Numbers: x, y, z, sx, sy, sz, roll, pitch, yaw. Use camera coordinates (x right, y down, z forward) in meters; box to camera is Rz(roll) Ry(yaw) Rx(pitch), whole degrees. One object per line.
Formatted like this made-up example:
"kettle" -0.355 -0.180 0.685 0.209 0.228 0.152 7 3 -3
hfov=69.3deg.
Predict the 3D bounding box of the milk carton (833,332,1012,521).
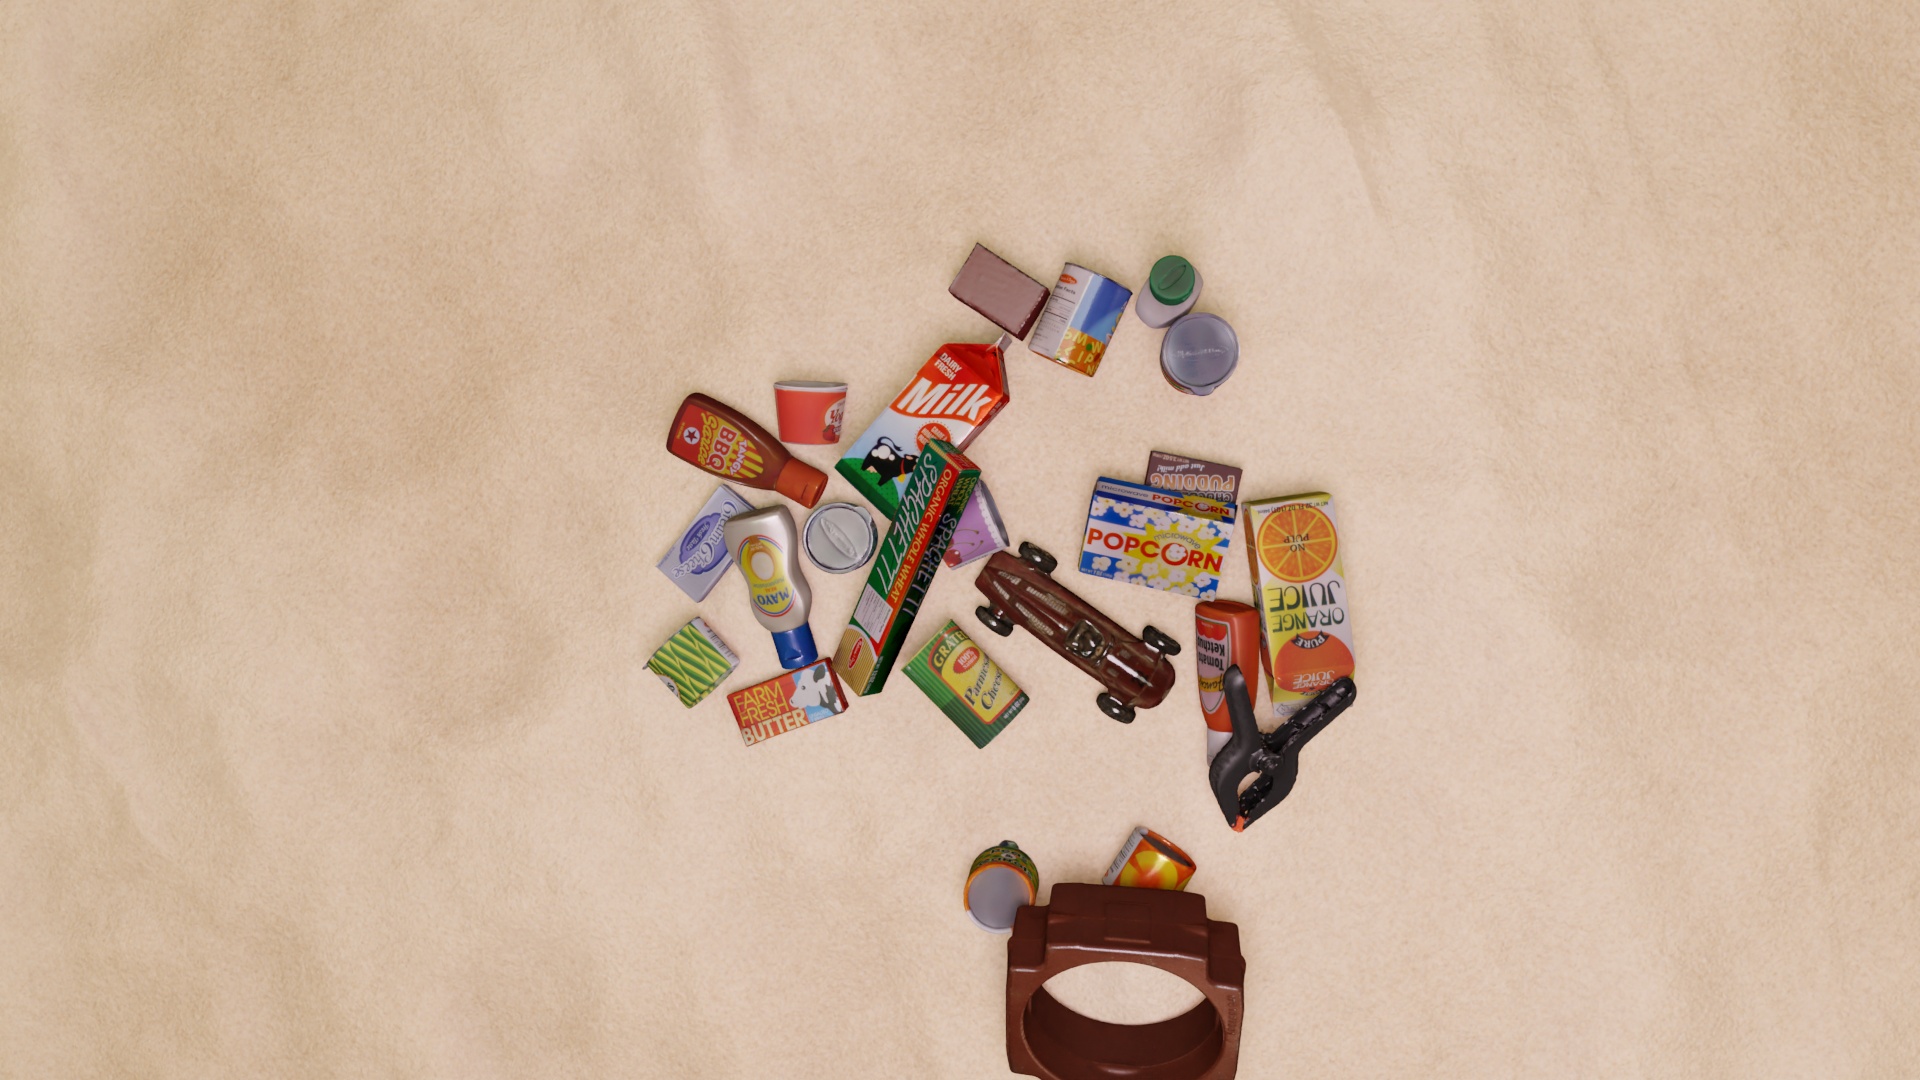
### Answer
"milk carton" -0.020 -0.112 1.250 0.073 0.072 0.190 43 96 4

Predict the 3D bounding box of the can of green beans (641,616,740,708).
"can of green beans" -0.247 0.114 1.287 0.071 0.071 0.058 -44 88 6

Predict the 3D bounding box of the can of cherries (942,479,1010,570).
"can of cherries" 0.004 -0.016 1.253 0.058 0.071 0.071 -23 90 8

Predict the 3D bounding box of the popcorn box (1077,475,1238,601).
"popcorn box" 0.174 -0.002 1.232 0.127 0.038 0.084 12 123 6

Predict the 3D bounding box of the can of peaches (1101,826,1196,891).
"can of peaches" 0.172 0.300 1.246 0.071 0.071 0.058 31 95 4

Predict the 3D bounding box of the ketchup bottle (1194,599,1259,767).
"ketchup bottle" 0.238 0.130 1.237 0.044 0.065 0.148 -8 101 -26

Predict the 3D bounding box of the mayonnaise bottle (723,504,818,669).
"mayonnaise bottle" -0.168 0.044 1.275 0.065 0.041 0.147 -13 103 10

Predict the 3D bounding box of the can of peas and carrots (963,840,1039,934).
"can of peas and carrots" 0.038 0.315 1.265 0.071 0.059 0.071 0 93 6

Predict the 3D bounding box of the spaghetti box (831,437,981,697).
"spaghetti box" -0.050 0.027 1.229 0.050 0.029 0.248 43 121 34

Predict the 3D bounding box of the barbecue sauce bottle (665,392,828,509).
"barbecue sauce bottle" -0.195 -0.078 1.285 0.148 0.044 0.064 27 109 4

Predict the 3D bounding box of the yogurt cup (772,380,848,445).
"yogurt cup" -0.138 -0.117 1.269 0.072 0.072 0.053 4 101 6

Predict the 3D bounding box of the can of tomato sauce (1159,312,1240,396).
"can of tomato sauce" 0.209 -0.160 1.217 0.071 0.083 0.071 0 93 7

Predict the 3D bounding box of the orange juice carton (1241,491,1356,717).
"orange juice carton" 0.298 0.057 1.219 0.072 0.073 0.192 -8 92 5

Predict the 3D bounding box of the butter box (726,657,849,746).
"butter box" -0.162 0.151 1.299 0.103 0.024 0.053 -20 90 7

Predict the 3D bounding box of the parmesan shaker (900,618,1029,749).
"parmesan shaker" 0.006 0.129 1.261 0.103 0.071 0.071 45 96 3

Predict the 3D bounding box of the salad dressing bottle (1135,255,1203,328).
"salad dressing bottle" 0.179 -0.214 1.186 0.064 0.148 0.044 -42 87 6

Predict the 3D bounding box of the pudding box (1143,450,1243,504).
"pudding box" 0.207 -0.049 1.248 0.084 0.030 0.049 12 94 6

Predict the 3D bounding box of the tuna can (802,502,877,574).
"tuna can" -0.109 -0.004 1.284 0.071 0.033 0.071 0 92 7

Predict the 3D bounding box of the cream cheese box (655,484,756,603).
"cream cheese box" -0.233 0.002 1.302 0.053 0.024 0.103 40 96 3

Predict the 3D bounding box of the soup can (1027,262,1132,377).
"soup can" 0.108 -0.195 1.237 0.071 0.071 0.083 25 96 5
